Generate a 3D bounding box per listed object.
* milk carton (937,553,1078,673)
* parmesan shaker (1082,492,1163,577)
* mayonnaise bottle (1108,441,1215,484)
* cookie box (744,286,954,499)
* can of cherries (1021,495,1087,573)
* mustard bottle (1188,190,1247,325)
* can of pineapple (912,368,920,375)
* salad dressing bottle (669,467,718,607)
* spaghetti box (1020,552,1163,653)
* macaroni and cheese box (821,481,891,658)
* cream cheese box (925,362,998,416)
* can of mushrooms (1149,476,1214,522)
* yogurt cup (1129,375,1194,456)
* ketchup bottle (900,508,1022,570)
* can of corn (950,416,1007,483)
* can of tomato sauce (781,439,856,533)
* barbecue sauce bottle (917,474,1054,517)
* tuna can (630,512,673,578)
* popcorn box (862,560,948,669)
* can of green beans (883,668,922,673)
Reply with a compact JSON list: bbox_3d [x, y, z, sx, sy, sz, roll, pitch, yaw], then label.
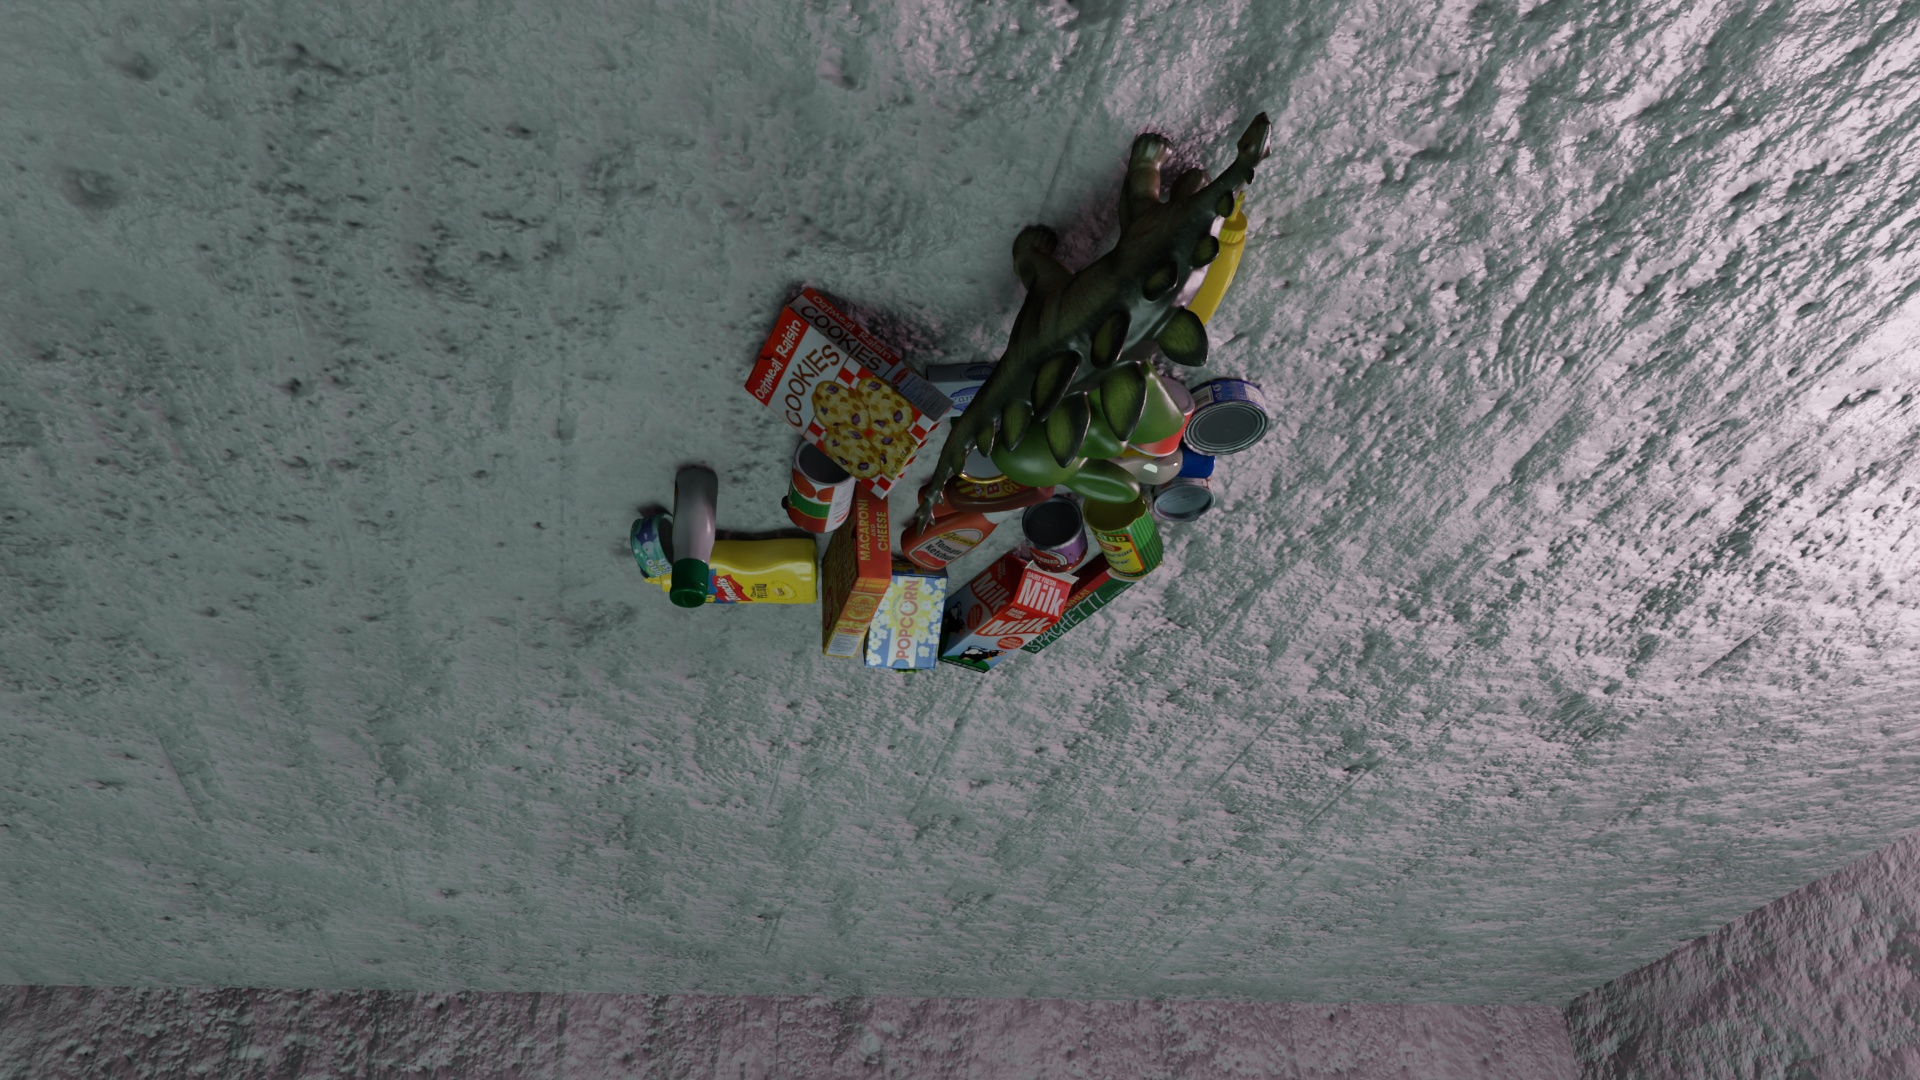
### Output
[{"bbox_3d":[0.053,0.078,1.632,0.072,0.074,0.189,20,139,-31],"label":"milk carton"},{"bbox_3d":[0.181,-0.011,1.513,0.071,0.071,0.102,-14,145,15],"label":"parmesan shaker"},{"bbox_3d":[0.185,-0.087,1.411,0.148,0.065,0.041,4,142,-18],"label":"mayonnaise bottle"},{"bbox_3d":[-0.104,-0.132,1.258,0.167,0.040,0.122,39,137,1],"label":"cookie box"},{"bbox_3d":[0.102,-0.004,1.515,0.071,0.072,0.058,-8,147,7],"label":"can of cherries"},{"bbox_3d":[0.207,-0.242,1.189,0.065,0.049,0.159,8,144,-17],"label":"mustard bottle"},{"bbox_3d":[-0.064,-0.125,1.329,0.071,0.058,0.070,-3,146,-2],"label":"can of pineapple"},{"bbox_3d":[-0.272,-0.003,1.412,0.044,0.148,0.064,0,146,-4],"label":"salad dressing bottle"},{"bbox_3d":[0.143,0.067,1.664,0.050,0.029,0.249,20,140,-29],"label":"spaghetti box"},{"bbox_3d":[-0.115,0.034,1.504,0.040,0.124,0.165,6,145,-16],"label":"macaroni and cheese box"},{"bbox_3d":[0.019,-0.145,1.338,0.104,0.024,0.053,-3,146,0],"label":"cream cheese box"},{"bbox_3d":[0.238,-0.051,1.492,0.071,0.033,0.070,-3,146,-2],"label":"can of mushrooms"},{"bbox_3d":[0.192,-0.123,1.353,0.072,0.073,0.053,10,136,-19],"label":"yogurt cup"},{"bbox_3d":[0.005,-0.019,1.509,0.148,0.044,0.064,-31,137,34],"label":"ketchup bottle"},{"bbox_3d":[0.024,-0.096,1.381,0.071,0.058,0.070,-2,146,-1],"label":"can of corn"},{"bbox_3d":[-0.143,-0.058,1.417,0.071,0.071,0.082,4,145,-11],"label":"can of tomato sauce"},{"bbox_3d":[0.025,-0.057,1.441,0.148,0.065,0.043,-15,154,31],"label":"barbecue sauce bottle"},{"bbox_3d":[-0.324,0.007,1.492,0.033,0.071,0.071,-14,145,14],"label":"tuna can"},{"bbox_3d":[-0.065,0.086,1.615,0.085,0.038,0.126,3,115,-11],"label":"popcorn box"},{"bbox_3d":[-0.068,0.123,1.701,0.071,0.058,0.071,-3,146,-2],"label":"can of green beans"}]
